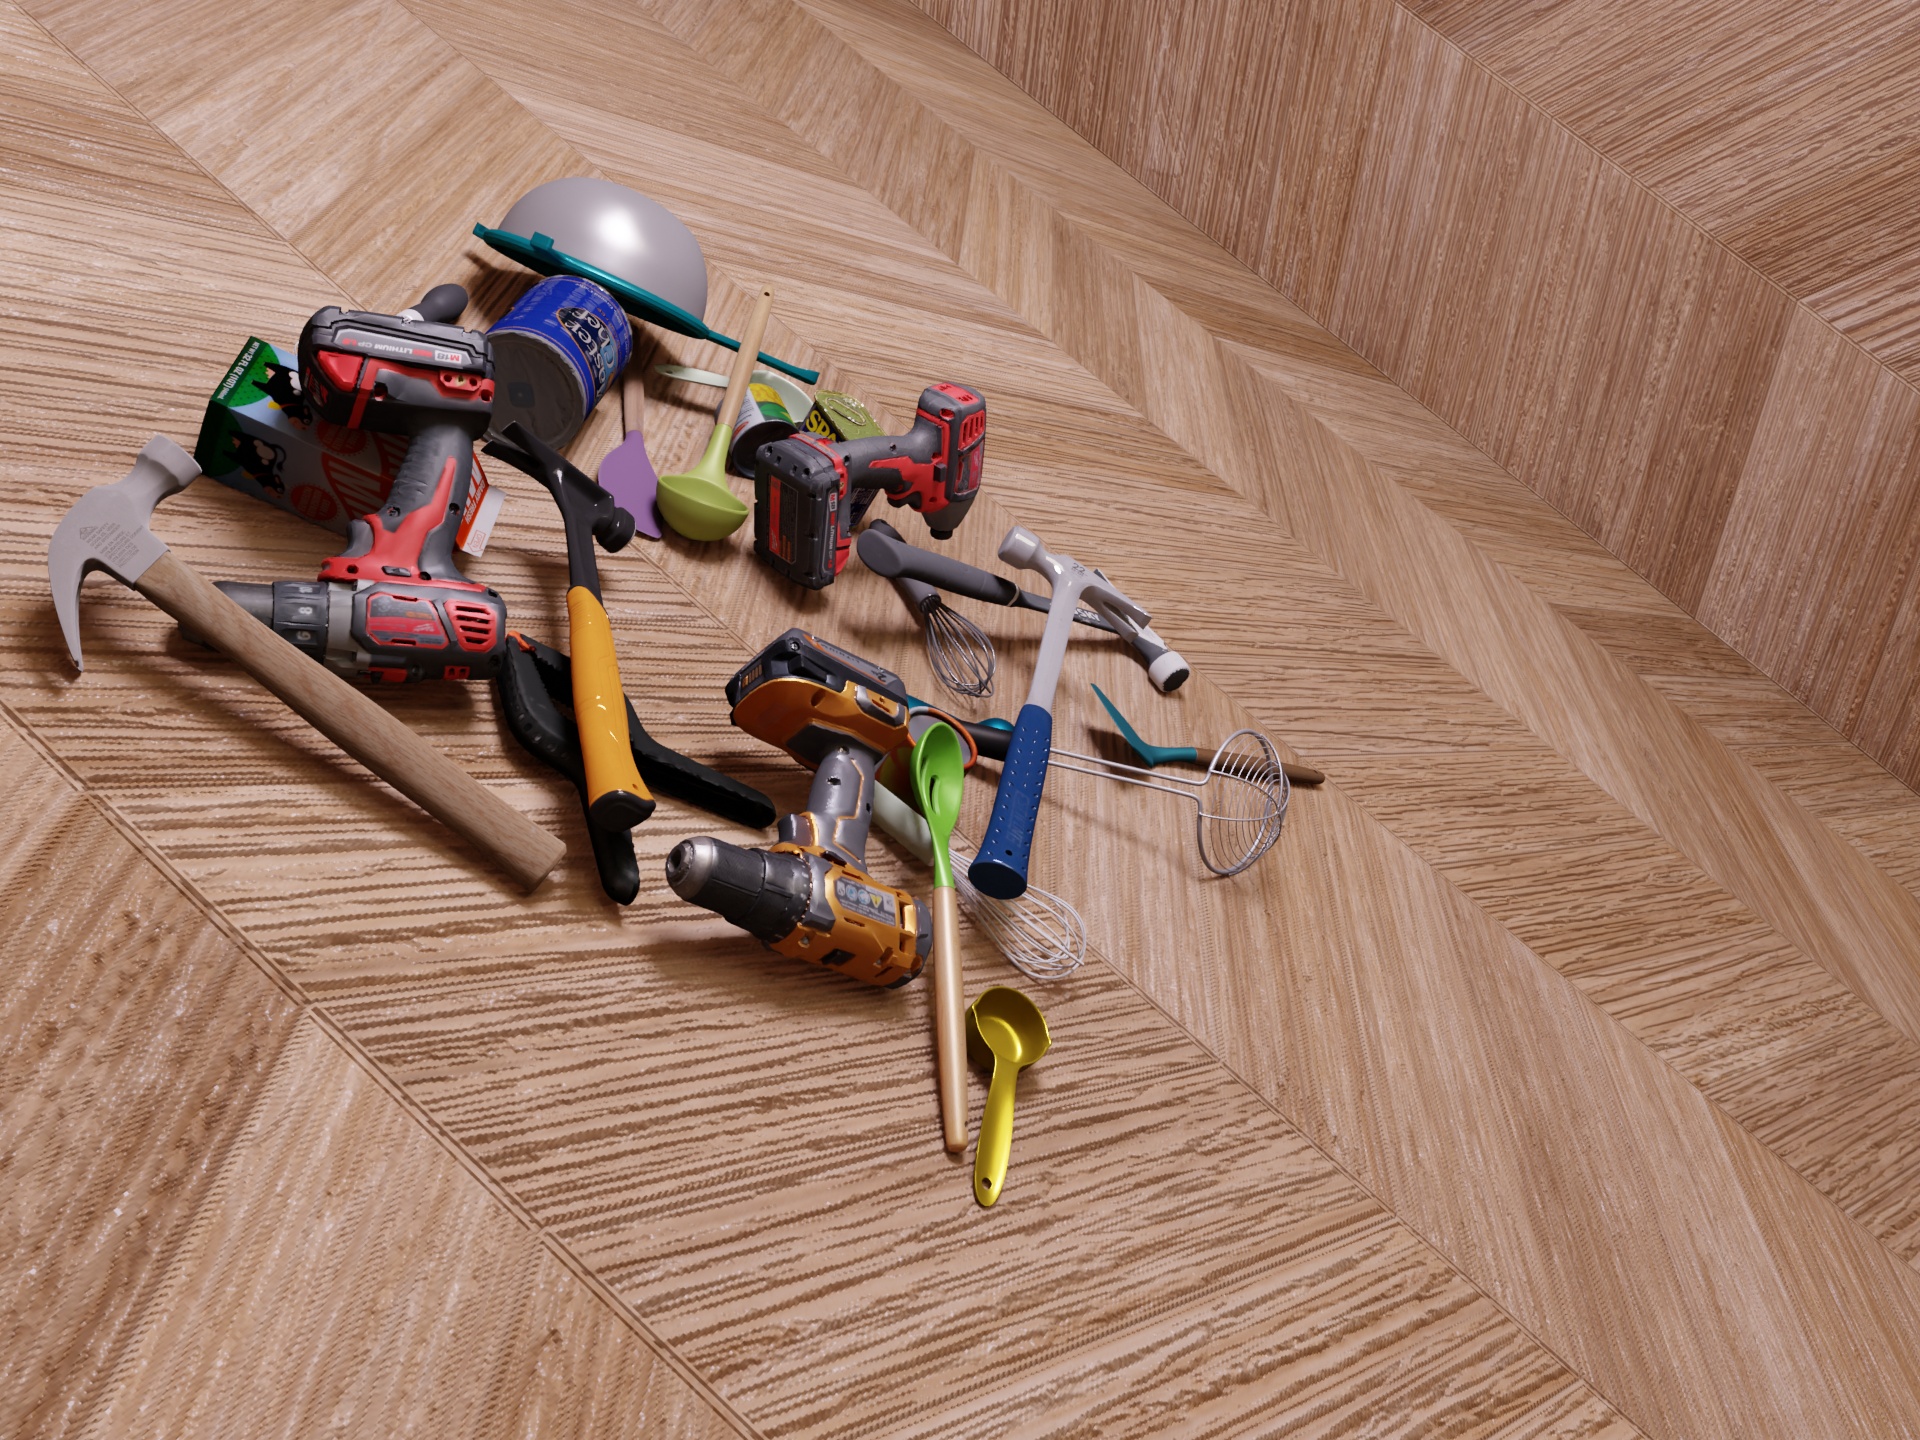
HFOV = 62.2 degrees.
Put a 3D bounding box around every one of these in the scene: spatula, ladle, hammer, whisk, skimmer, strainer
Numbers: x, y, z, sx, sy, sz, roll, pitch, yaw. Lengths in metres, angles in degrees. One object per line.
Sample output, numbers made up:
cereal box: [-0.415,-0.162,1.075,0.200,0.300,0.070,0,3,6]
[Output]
spatula: [0.240,0.029,1.480,0.317,0.044,0.082,10,36,-37]
ladle: [-0.195,-0.278,1.373,0.078,0.062,0.320,19,53,-13]
hammer: [0.067,-0.009,1.251,0.144,0.035,0.406,29,38,-10]
whisk: [-0.030,-0.103,1.397,0.055,0.055,0.239,7,38,-39]
hammer: [-0.247,-0.062,1.044,0.127,0.034,0.337,40,21,-44]
skimmer: [0.114,0.041,1.329,0.363,0.127,0.090,13,-1,-13]
whisk: [-0.009,0.101,1.151,0.246,0.058,0.059,38,-3,9]
spatula: [-0.285,-0.261,1.380,0.059,0.018,0.316,25,33,-30]
strainer: [-0.260,-0.410,1.458,0.340,0.095,0.211,18,7,-36]
whisk: [-0.449,-0.302,1.249,0.070,0.070,0.285,30,27,-10]
hammer: [0.055,-0.115,1.442,0.408,0.036,0.149,12,35,-49]
hammer: [-0.370,-0.012,0.915,0.331,0.031,0.130,40,68,-10]

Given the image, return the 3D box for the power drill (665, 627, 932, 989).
power drill: [-0.108,0.051,1.040,0.185,0.084,0.226,25,44,-35]

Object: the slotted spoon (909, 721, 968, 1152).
slotted spoon: [-0.011,0.136,1.061,0.070,0.031,0.314,51,27,-48]

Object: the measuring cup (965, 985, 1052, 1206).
measuring cup: [0.020,0.241,1.014,0.062,0.029,0.157,28,44,-16]

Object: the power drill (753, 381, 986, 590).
power drill: [-0.069,-0.197,1.364,0.219,0.143,0.079,-27,47,-37]

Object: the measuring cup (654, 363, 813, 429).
measuring cup: [-0.214,-0.298,1.483,0.167,0.038,0.083,6,42,-36]

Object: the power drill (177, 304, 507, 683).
power drill: [-0.379,-0.136,0.992,0.187,0.080,0.227,3,77,-26]

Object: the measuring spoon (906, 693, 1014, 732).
measuring spoon: [-0.002,-0.004,1.309,0.128,0.021,0.042,24,33,-23]
